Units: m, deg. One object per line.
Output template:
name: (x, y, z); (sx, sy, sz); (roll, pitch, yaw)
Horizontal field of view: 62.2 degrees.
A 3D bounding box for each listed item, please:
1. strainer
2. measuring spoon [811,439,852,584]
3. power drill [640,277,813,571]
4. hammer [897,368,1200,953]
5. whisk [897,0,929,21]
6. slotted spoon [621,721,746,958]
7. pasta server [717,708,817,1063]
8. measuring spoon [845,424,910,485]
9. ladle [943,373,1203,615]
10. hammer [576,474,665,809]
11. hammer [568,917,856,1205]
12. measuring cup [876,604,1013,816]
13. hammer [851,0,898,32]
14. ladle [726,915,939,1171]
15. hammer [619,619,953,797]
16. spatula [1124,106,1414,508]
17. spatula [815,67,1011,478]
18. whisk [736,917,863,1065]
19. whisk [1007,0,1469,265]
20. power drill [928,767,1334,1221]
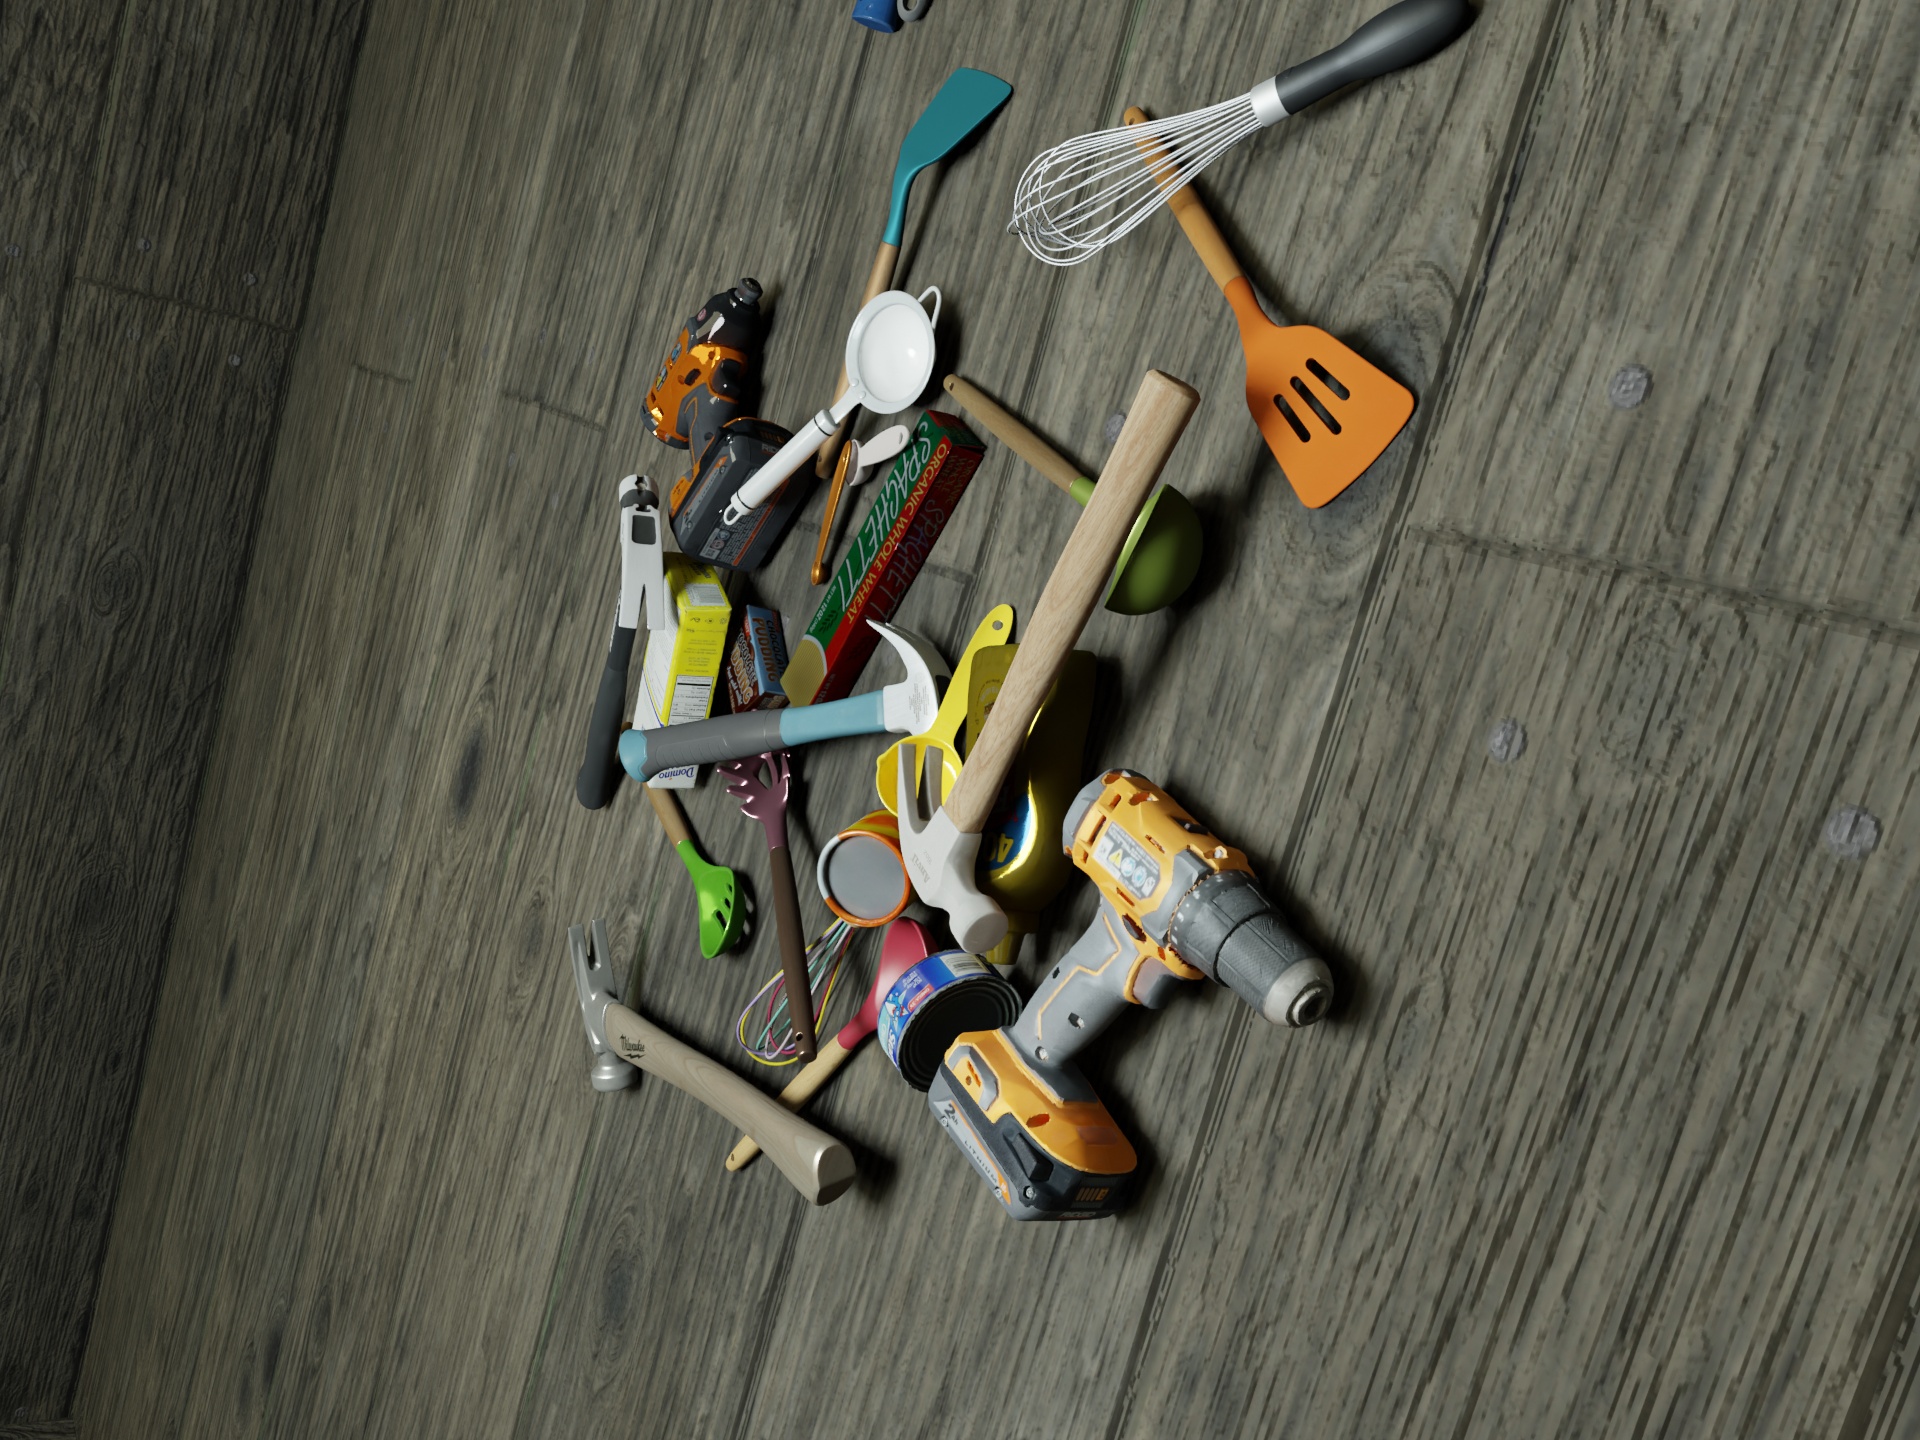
strainer: (-0.092, -0.226, 1.173); (0.258, 0.050, 0.087); (-38, 68, 27)
measuring spoon: (-0.095, -0.156, 1.205); (0.021, 0.011, 0.117); (-123, 45, -57)
power drill: (-0.192, -0.252, 1.312); (0.164, 0.084, 0.227); (-52, 42, 32)
hammer: (0.045, -0.039, 0.887); (0.130, 0.031, 0.331); (50, 123, 47)
whisk: (0.000, -0.639, 1.177); (0.055, 0.055, 0.239); (48, 125, 46)
slotted spoon: (-0.238, 0.089, 1.339); (0.314, 0.031, 0.070); (52, 122, 47)
pasta server: (-0.131, 0.111, 1.137); (0.060, 0.040, 0.317); (-33, 40, 15)
measuring spoon: (-0.056, -0.194, 1.150); (0.124, 0.018, 0.034); (175, 98, -66)
ladle: (0.052, -0.159, 0.991); (0.320, 0.062, 0.078); (50, 121, 48)
hammer: (-0.293, -0.037, 1.355); (0.334, 0.035, 0.146); (113, 154, -44)
hammer: (-0.197, 0.257, 1.186); (0.411, 0.038, 0.146); (9, 110, 55)
measuring cup: (-0.002, -0.003, 1.031); (0.062, 0.029, 0.156); (23, 77, 17)
hammer: (-0.007, -0.736, 1.212); (0.144, 0.035, 0.405); (35, 110, 50)
ladle: (-0.093, 0.239, 1.115); (0.315, 0.031, 0.069); (-51, 46, 36)
hammer: (-0.134, 0.008, 1.156); (0.331, 0.033, 0.128); (-9, 78, 39)
spatula: (0.155, -0.257, 0.906); (0.081, 0.041, 0.323); (-49, 43, 34)
spatula: (-0.049, -0.328, 1.189); (0.082, 0.044, 0.317); (45, 122, 47)
whisk: (-0.083, 0.155, 1.117); (0.047, 0.051, 0.245); (45, 116, 23)
whisk: (0.143, -0.328, 0.880); (0.284, 0.070, 0.070); (-17, 69, 36)
power drill: (0.090, 0.163, 0.852); (0.186, 0.084, 0.226); (43, 112, 46)
